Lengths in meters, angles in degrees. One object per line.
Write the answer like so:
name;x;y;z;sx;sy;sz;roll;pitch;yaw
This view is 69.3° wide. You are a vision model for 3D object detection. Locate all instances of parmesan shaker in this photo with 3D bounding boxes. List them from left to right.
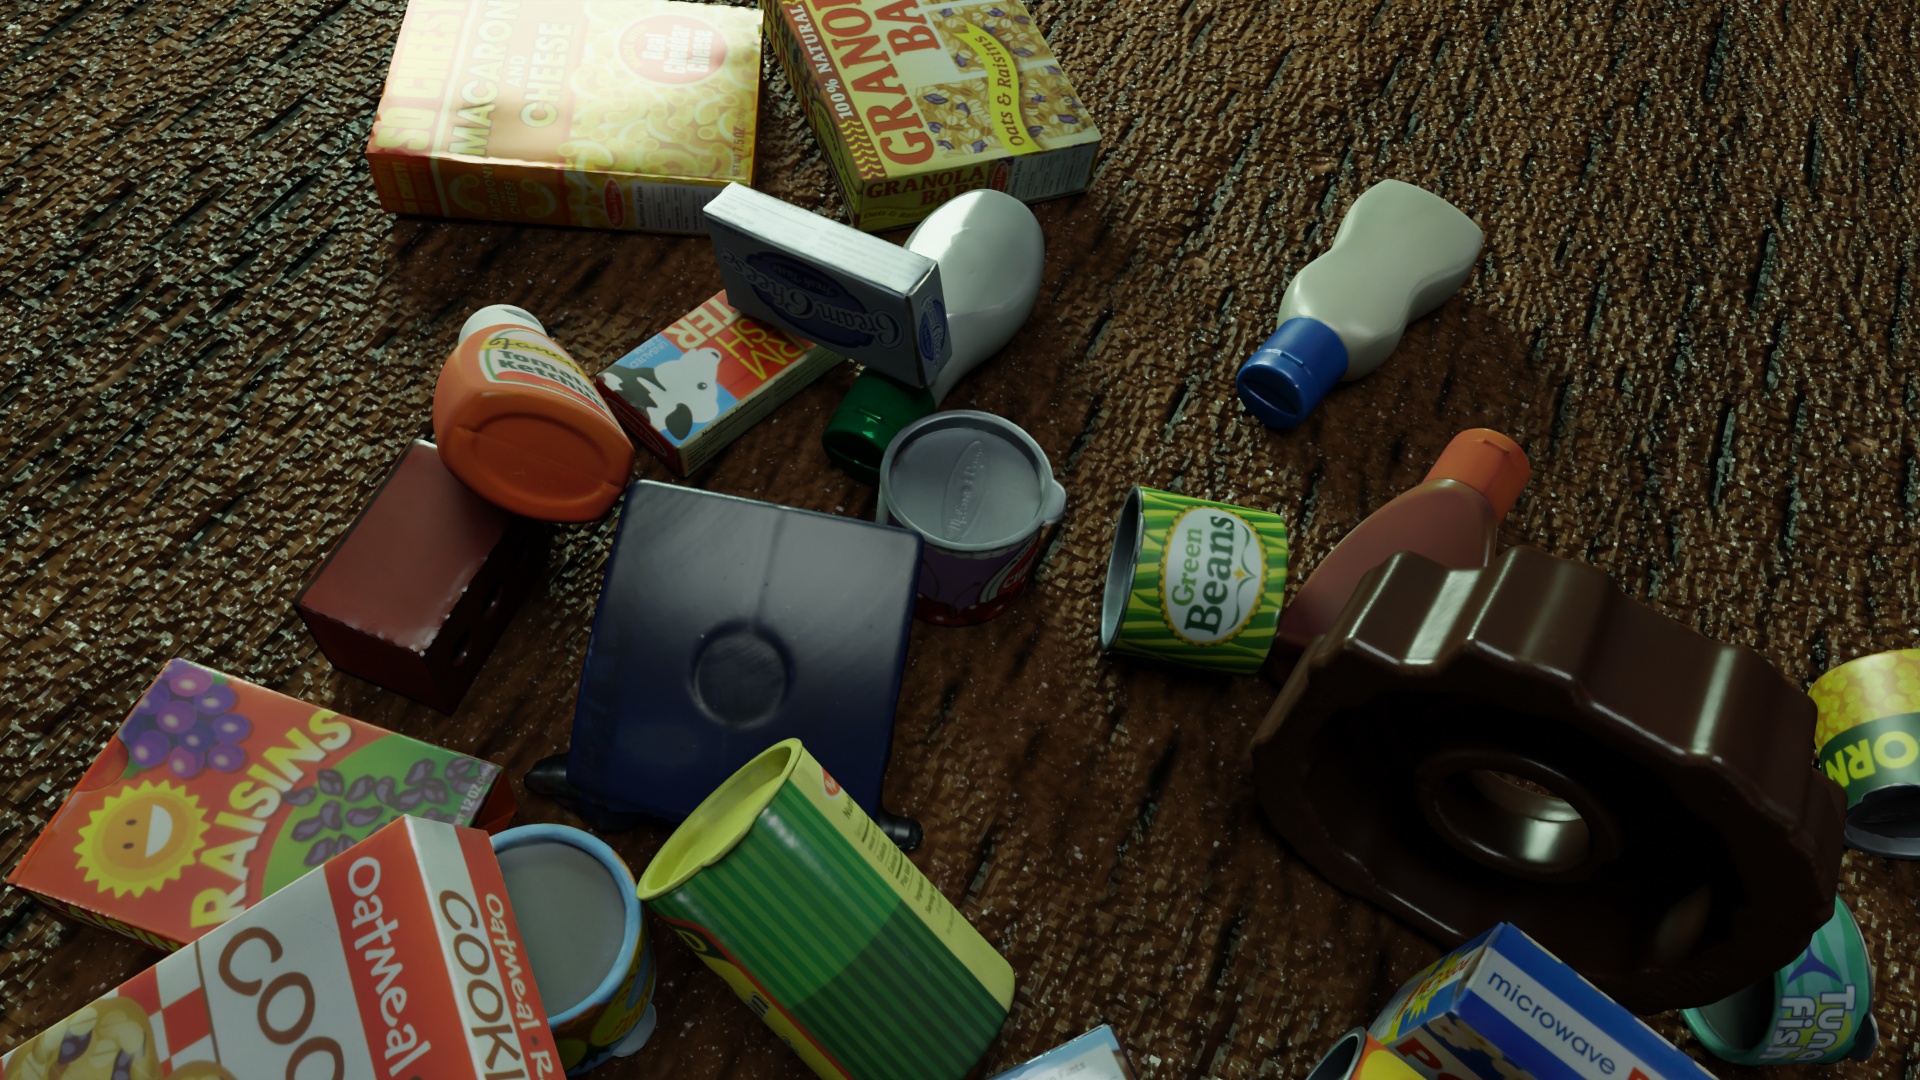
parmesan shaker;-0.040;0.121;0.427;0.103;0.071;0.071;49;60;-10

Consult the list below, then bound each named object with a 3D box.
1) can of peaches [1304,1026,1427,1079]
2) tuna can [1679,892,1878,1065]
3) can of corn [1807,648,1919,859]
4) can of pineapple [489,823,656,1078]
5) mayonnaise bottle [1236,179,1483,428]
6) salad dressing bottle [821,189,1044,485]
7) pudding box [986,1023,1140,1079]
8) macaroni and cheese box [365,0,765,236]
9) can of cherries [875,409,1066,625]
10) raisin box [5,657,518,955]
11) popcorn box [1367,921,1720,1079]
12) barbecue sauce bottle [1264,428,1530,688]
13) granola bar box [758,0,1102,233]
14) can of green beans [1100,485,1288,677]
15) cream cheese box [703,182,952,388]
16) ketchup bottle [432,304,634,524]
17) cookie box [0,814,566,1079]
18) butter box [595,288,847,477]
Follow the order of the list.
can of peaches;0.127;0.197;0.425;0.058;0.071;0.071;36;60;14
tuna can;0.276;0.147;0.476;0.033;0.070;0.071;1;58;-5
can of corn;0.364;0.081;0.530;0.071;0.070;0.058;10;56;-1
can of pineapple;-0.130;0.131;0.439;0.071;0.057;0.071;4;57;-6
mayonnaise bottle;0.182;-0.109;0.646;0.065;0.041;0.149;36;61;17
salad dressing bottle;-0.012;-0.090;0.606;0.064;0.043;0.148;23;59;9
pudding box;0.020;0.193;0.436;0.084;0.030;0.050;-19;63;-18
macaroni and cheese box;-0.179;-0.204;0.658;0.167;0.040;0.124;3;57;-7
can of cherries;0.002;-0.007;0.545;0.071;0.058;0.072;4;56;-6
raisin box;-0.224;0.099;0.458;0.123;0.040;0.086;18;58;5
popcorn box;0.197;0.182;0.433;0.127;0.084;0.038;37;62;15
barbecue sauce bottle;0.186;0.011;0.566;0.065;0.043;0.149;32;58;19
granola bar box;-0.019;-0.234;0.699;0.124;0.038;0.166;-14;61;-17
can of green beans;0.089;0.016;0.537;0.058;0.071;0.071;11;57;-1
cream cheese box;-0.054;-0.103;0.560;0.104;0.053;0.024;26;61;22
ketchup bottle;-0.166;-0.054;0.521;0.065;0.043;0.149;23;11;-30
cookie box;-0.189;0.170;0.376;0.167;0.040;0.123;-31;64;6
butter box;-0.099;-0.076;0.596;0.053;0.024;0.104;40;61;17
